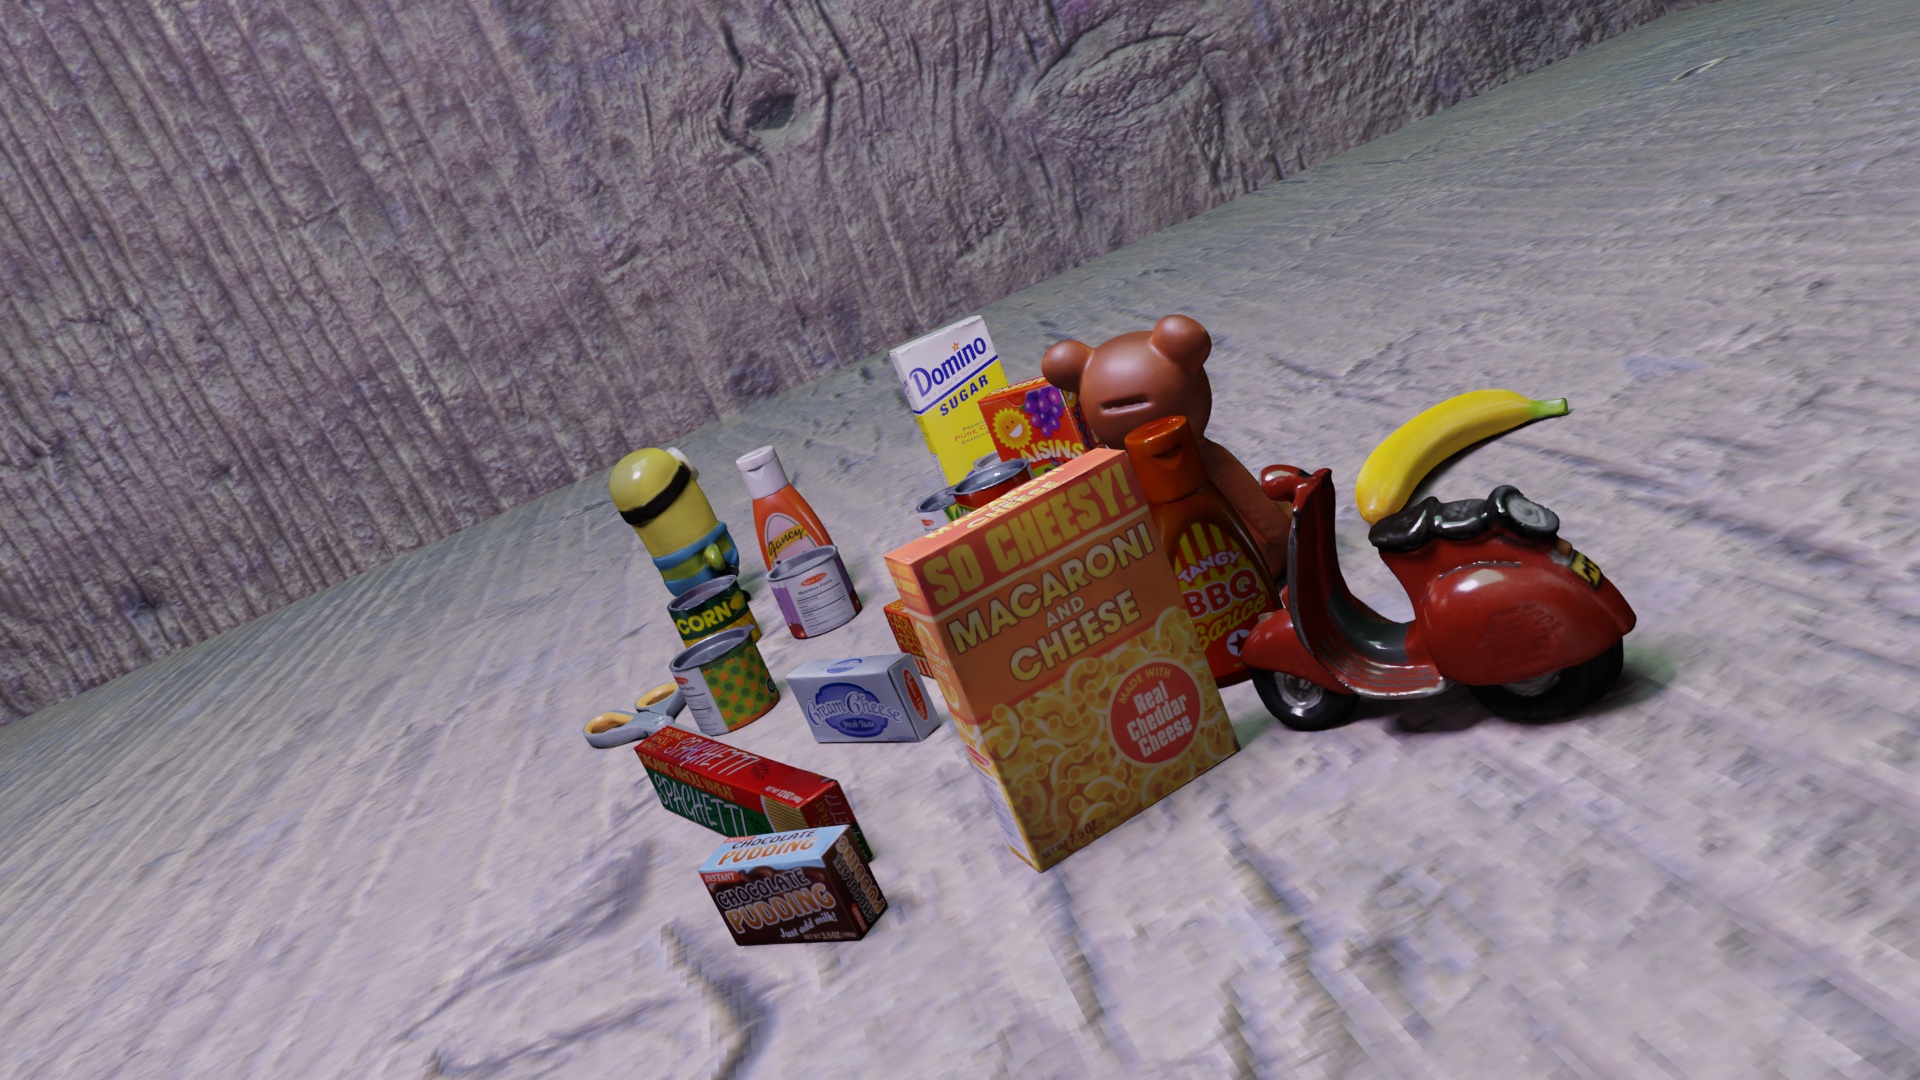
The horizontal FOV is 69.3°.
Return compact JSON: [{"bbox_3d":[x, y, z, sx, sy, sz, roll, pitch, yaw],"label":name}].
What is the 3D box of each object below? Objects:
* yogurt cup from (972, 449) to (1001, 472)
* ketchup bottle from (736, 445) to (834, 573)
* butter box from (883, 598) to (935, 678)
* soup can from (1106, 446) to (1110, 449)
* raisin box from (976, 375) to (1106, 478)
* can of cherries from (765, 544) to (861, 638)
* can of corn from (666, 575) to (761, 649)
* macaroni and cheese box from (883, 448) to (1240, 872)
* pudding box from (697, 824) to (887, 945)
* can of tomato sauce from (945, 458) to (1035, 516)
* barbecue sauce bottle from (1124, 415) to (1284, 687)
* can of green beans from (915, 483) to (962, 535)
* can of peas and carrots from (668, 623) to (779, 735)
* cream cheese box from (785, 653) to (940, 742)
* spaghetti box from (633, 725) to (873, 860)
[{"bbox_3d":[0.053,-0.057,1.297,0.072,0.054,0.072,-21,14,6],"label":"yogurt cup"},{"bbox_3d":[-0.156,-0.012,1.254,0.065,0.148,0.044,-21,14,8],"label":"ketchup bottle"},{"bbox_3d":[-0.015,0.069,0.950,0.024,0.053,0.103,-29,16,-22],"label":"butter box"},{"bbox_3d":[0.132,-0.130,1.379,0.071,0.083,0.071,-21,14,6],"label":"soup can"},{"bbox_3d":[0.078,-0.078,1.197,0.086,0.123,0.040,-12,18,36],"label":"raisin box"},{"bbox_3d":[-0.125,0.044,1.191,0.071,0.058,0.072,-21,14,6],"label":"can of cherries"},{"bbox_3d":[-0.217,0.072,1.227,0.071,0.058,0.071,-21,14,6],"label":"can of corn"},{"bbox_3d":[0.051,0.056,0.673,0.124,0.166,0.040,-27,15,-18],"label":"macaroni and cheese box"},{"bbox_3d":[-0.084,0.172,0.691,0.083,0.049,0.030,-13,17,32],"label":"pudding box"},{"bbox_3d":[0.037,-0.014,1.107,0.071,0.083,0.071,-21,14,6],"label":"can of tomato sauce"},{"bbox_3d":[0.132,0.005,0.769,0.065,0.148,0.044,-22,14,2],"label":"barbecue sauce bottle"},{"bbox_3d":[0.002,-0.014,1.210,0.071,0.057,0.071,-21,14,6],"label":"can of green beans"},{"bbox_3d":[-0.175,0.105,1.047,0.071,0.058,0.071,-21,14,6],"label":"can of peas and carrots"},{"bbox_3d":[-0.064,0.103,0.899,0.103,0.053,0.024,-8,20,44],"label":"cream cheese box"},{"bbox_3d":[-0.132,0.152,0.831,0.029,0.050,0.250,-31,17,-29],"label":"spaghetti box"}]
